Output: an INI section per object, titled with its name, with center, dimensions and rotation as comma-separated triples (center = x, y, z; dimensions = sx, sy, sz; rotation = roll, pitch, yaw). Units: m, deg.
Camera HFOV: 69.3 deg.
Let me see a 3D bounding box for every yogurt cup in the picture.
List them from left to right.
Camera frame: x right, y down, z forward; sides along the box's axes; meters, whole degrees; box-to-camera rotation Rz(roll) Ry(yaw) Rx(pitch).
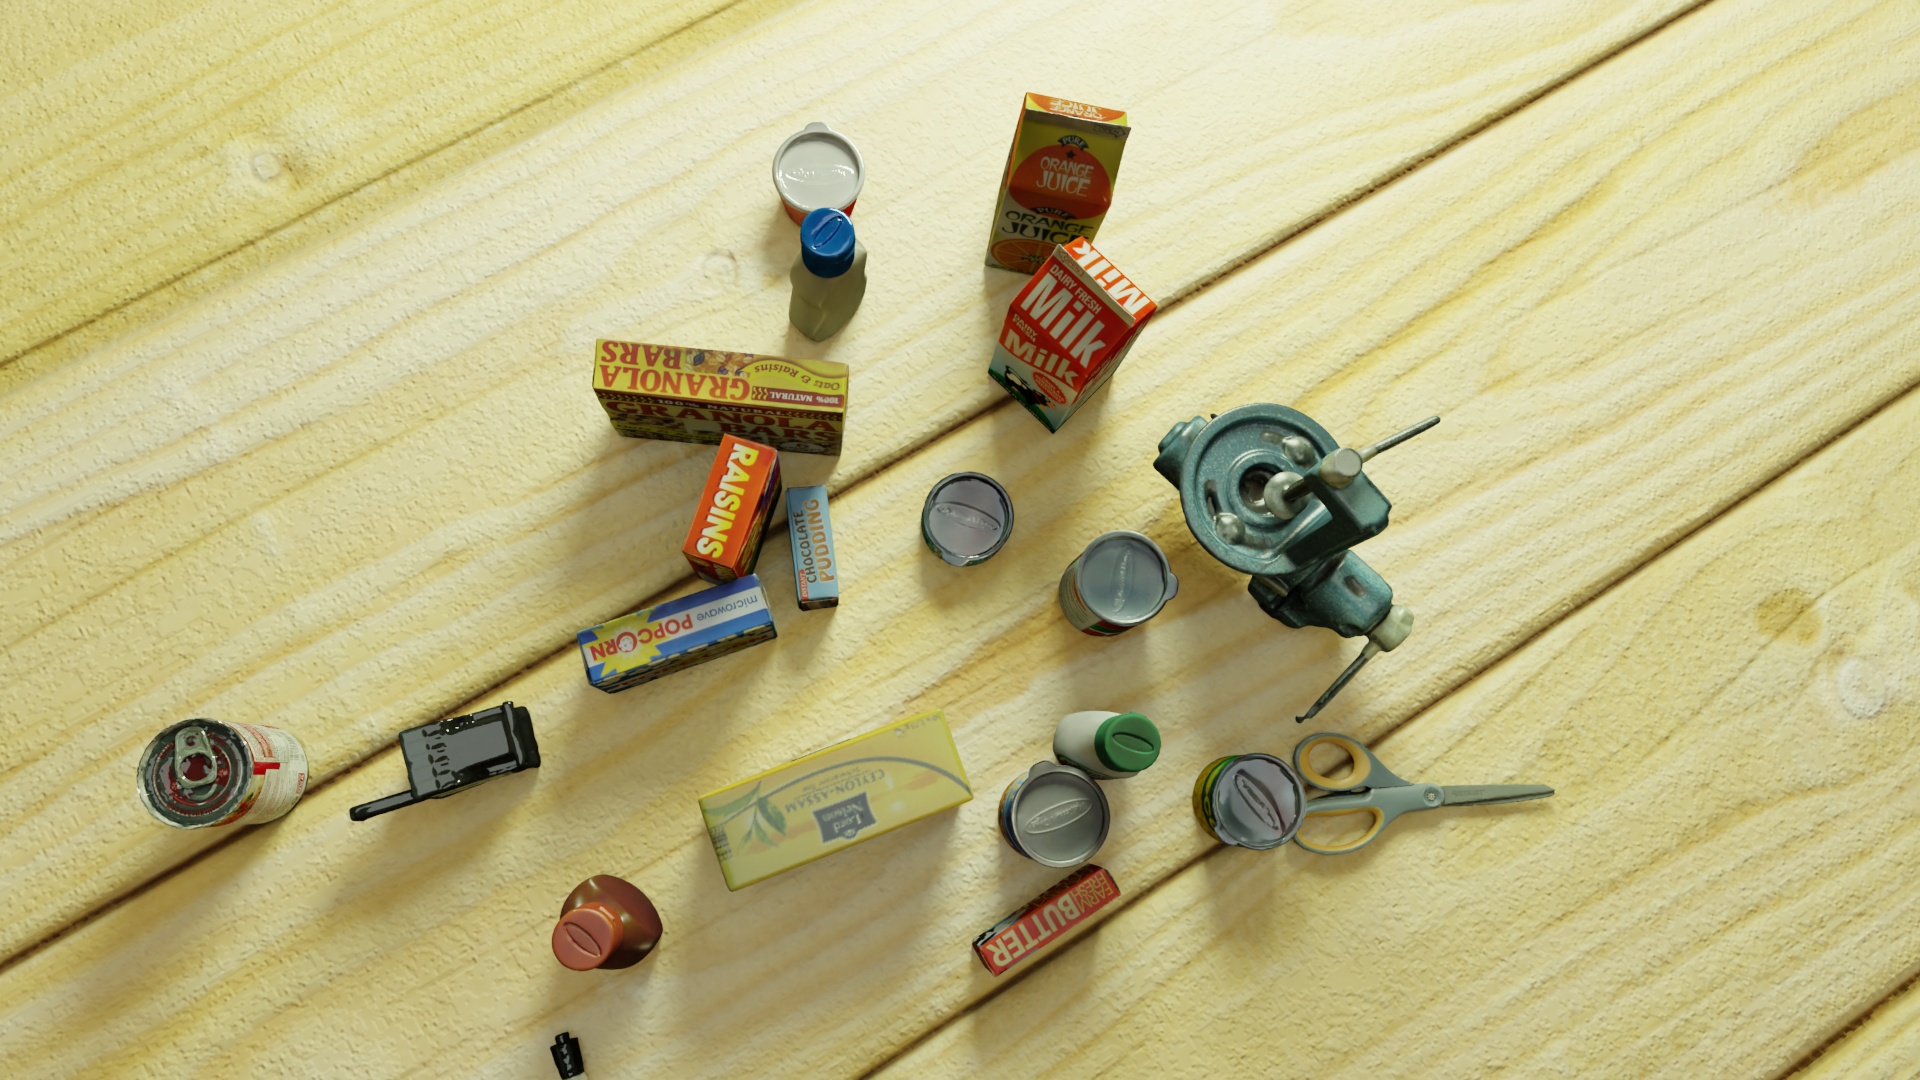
[yogurt cup]
center = -0.106, -0.266, 1.040
dimensions = 0.072, 0.054, 0.072
rotation = 1, 79, -5

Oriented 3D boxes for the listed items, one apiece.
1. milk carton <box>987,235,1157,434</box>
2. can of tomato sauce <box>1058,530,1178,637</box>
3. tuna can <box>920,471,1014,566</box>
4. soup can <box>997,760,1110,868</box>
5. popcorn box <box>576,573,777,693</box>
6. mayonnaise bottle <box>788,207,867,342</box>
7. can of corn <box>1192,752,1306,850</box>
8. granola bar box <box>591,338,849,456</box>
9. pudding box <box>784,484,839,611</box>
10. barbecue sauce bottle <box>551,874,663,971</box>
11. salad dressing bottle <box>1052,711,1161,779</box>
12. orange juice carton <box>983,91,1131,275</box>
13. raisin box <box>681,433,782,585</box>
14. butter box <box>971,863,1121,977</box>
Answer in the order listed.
[milk carton]
center = 0.077, -0.145, 0.965
dimensions = 0.072, 0.190, 0.073
rotation = 44, 79, 3
[can of tomato sauce]
center = 0.110, 0.032, 0.989
dimensions = 0.071, 0.083, 0.071
rotation = 1, 80, -5
[tuna can]
center = 0.004, -0.013, 1.013
dimensions = 0.071, 0.032, 0.071
rotation = 1, 79, -5
[soup can]
center = 0.062, 0.186, 0.955
dimensions = 0.071, 0.083, 0.071
rotation = 1, 80, -5
[popcorn box]
center = -0.191, 0.065, 0.953
dimensions = 0.127, 0.085, 0.038
rotation = -19, 82, -9
[mayonnaise bottle]
center = -0.093, -0.189, 0.978
dimensions = 0.041, 0.148, 0.065
rotation = 40, 79, 2
[can of corn]
center = 0.201, 0.186, 0.982
dimensions = 0.071, 0.058, 0.071
rotation = 1, 80, -5
[granola bar box]
center = -0.162, -0.096, 0.966
dimensions = 0.166, 0.124, 0.039
rotation = 5, 80, -5
[pudding box]
center = -0.106, 0.005, 0.991
dimensions = 0.030, 0.049, 0.084
rotation = -7, 80, -7
[barbecue sauce bottle]
center = -0.227, 0.245, 0.883
dimensions = 0.065, 0.148, 0.044
rotation = 41, 79, 3
[salad dressing bottle]
center = 0.100, 0.138, 0.936
dimensions = 0.064, 0.147, 0.044
rotation = 19, 79, -2
[orange juice carton]
center = 0.067, -0.254, 0.984
dimensions = 0.072, 0.192, 0.073
rotation = 11, 79, -3
[raisin box]
center = -0.154, -0.015, 0.952
dimensions = 0.040, 0.123, 0.086
rotation = 19, 79, -2
[butter box]
center = 0.058, 0.260, 0.957
dimensions = 0.104, 0.053, 0.024
rotation = -31, 84, -10
